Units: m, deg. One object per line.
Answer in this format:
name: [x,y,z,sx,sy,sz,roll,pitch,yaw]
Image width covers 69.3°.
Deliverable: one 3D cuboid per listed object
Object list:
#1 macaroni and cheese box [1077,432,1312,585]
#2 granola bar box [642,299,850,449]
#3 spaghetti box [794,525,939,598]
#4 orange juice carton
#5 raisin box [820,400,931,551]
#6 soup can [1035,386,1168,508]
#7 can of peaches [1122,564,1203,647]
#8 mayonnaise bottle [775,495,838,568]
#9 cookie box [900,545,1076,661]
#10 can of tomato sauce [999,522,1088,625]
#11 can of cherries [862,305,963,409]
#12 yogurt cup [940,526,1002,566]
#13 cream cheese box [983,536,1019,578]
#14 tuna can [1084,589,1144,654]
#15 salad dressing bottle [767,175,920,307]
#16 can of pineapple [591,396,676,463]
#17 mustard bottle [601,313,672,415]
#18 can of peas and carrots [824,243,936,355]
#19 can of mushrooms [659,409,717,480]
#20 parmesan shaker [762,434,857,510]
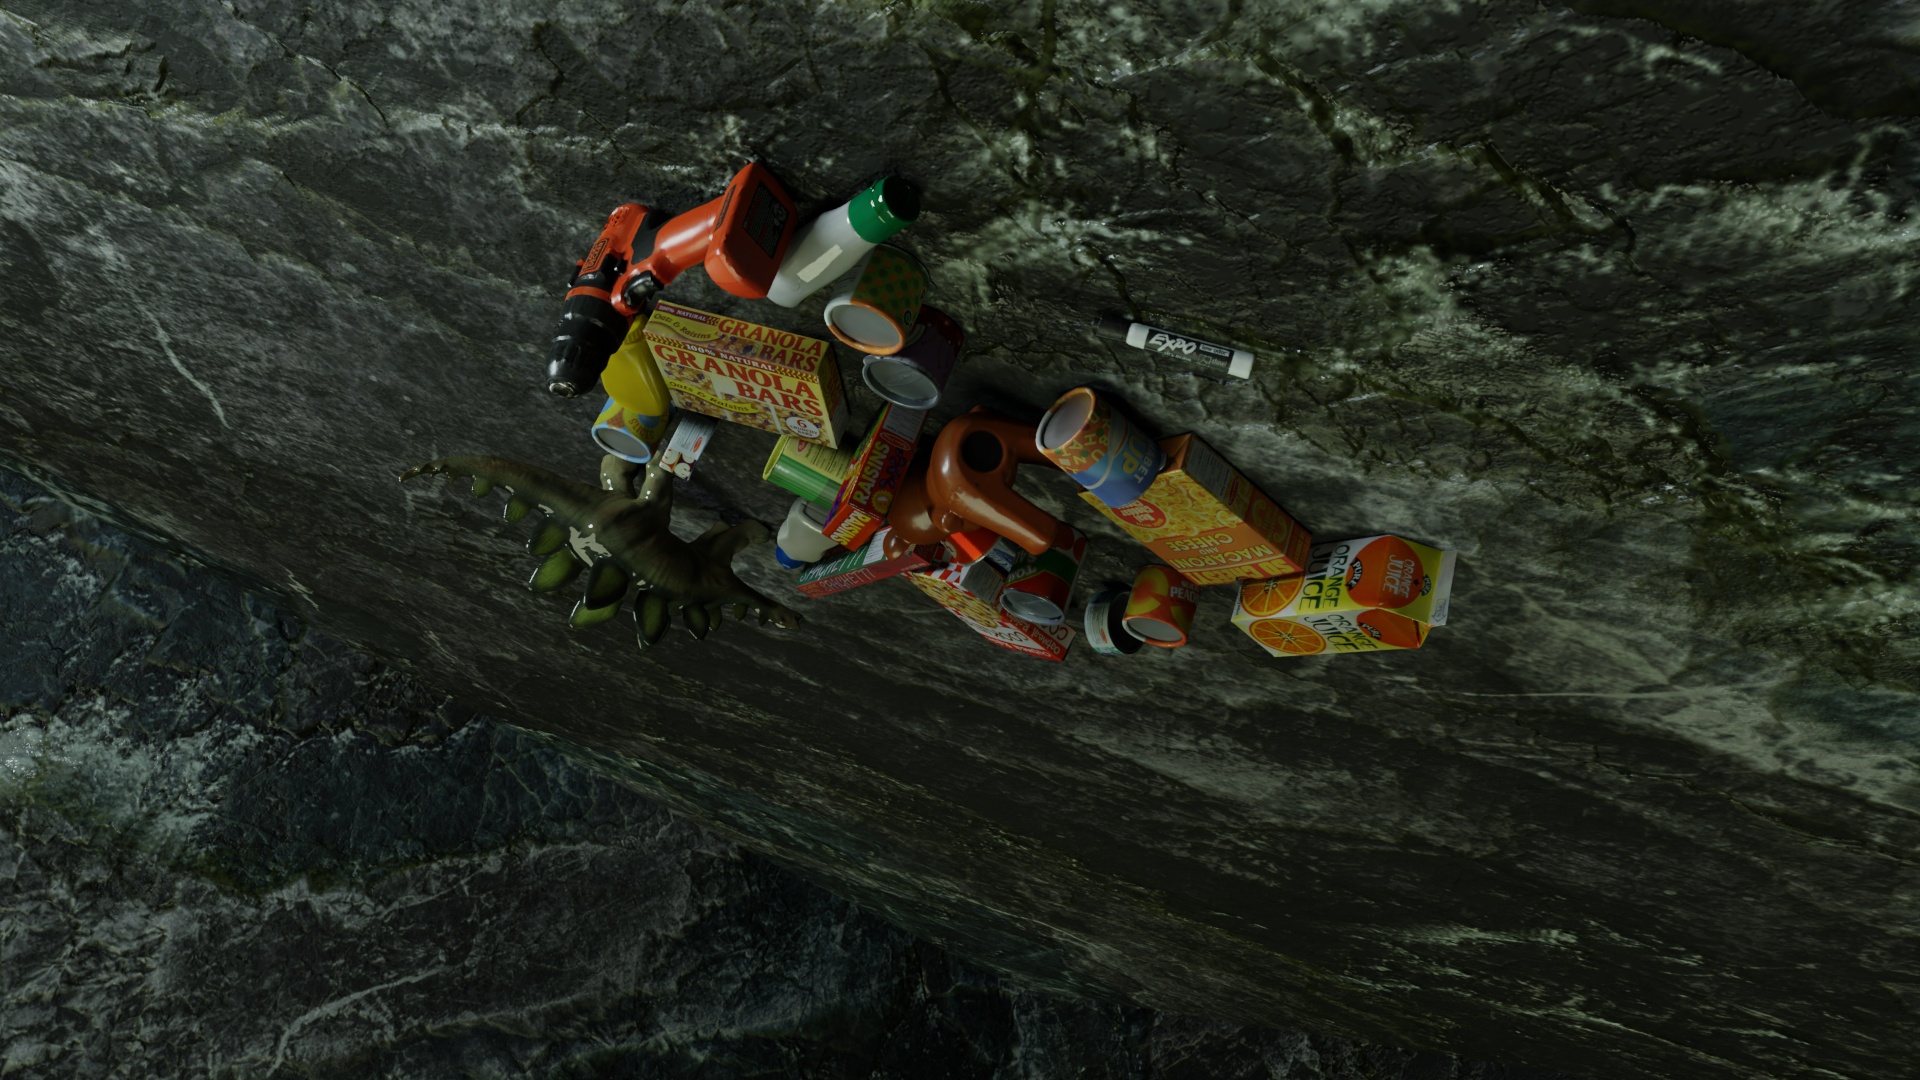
macaroni and cheese box: [0.203,-0.021,1.200,0.166,0.040,0.123,36,152,-28]
granola bar box: [-0.188,-0.148,1.244,0.166,0.039,0.123,15,155,12]
spaghetti box: [-0.102,0.019,1.502,0.028,0.050,0.249,35,152,-25]
orange juice carton: [0.337,0.049,1.201,0.073,0.072,0.192,37,151,-31]
raisin box: [-0.075,-0.062,1.231,0.040,0.124,0.085,27,154,-12]
soup can: [0.114,-0.077,1.127,0.083,0.071,0.071,36,151,-29]
can of peaches: [0.198,0.065,1.355,0.071,0.058,0.071,17,155,9]
mayonnaise bottle: [-0.168,-0.006,1.514,0.065,0.041,0.147,28,155,-11]
cookie box: [0.026,0.065,1.476,0.167,0.040,0.123,38,164,-33]
can of tomato sauce: [0.080,0.030,1.344,0.071,0.083,0.071,17,154,8]
can of cherries: [-0.039,-0.148,1.108,0.071,0.058,0.071,18,155,8]
yogurt cup: [0.005,-0.017,1.335,0.054,0.073,0.072,42,149,-22]
cream cheese box: [0.050,0.015,1.407,0.103,0.024,0.053,38,151,-32]
tuna can: [0.160,0.083,1.415,0.033,0.071,0.071,-6,144,45]
salad dressing bottle: [-0.090,-0.217,1.009,0.147,0.064,0.044,-21,123,45]
can of pineapple: [-0.325,-0.118,1.385,0.071,0.058,0.070,17,154,8]
mustard bottle: [-0.300,-0.173,1.267,0.065,0.049,0.159,18,154,6]
can of peas and carrots: [-0.061,-0.182,1.056,0.071,0.059,0.070,17,155,8]
can of mushrooms: [-0.271,-0.094,1.382,0.033,0.071,0.070,27,154,-11]
parmesan shaker: [-0.129,-0.063,1.330,0.103,0.071,0.071,28,154,-14]
